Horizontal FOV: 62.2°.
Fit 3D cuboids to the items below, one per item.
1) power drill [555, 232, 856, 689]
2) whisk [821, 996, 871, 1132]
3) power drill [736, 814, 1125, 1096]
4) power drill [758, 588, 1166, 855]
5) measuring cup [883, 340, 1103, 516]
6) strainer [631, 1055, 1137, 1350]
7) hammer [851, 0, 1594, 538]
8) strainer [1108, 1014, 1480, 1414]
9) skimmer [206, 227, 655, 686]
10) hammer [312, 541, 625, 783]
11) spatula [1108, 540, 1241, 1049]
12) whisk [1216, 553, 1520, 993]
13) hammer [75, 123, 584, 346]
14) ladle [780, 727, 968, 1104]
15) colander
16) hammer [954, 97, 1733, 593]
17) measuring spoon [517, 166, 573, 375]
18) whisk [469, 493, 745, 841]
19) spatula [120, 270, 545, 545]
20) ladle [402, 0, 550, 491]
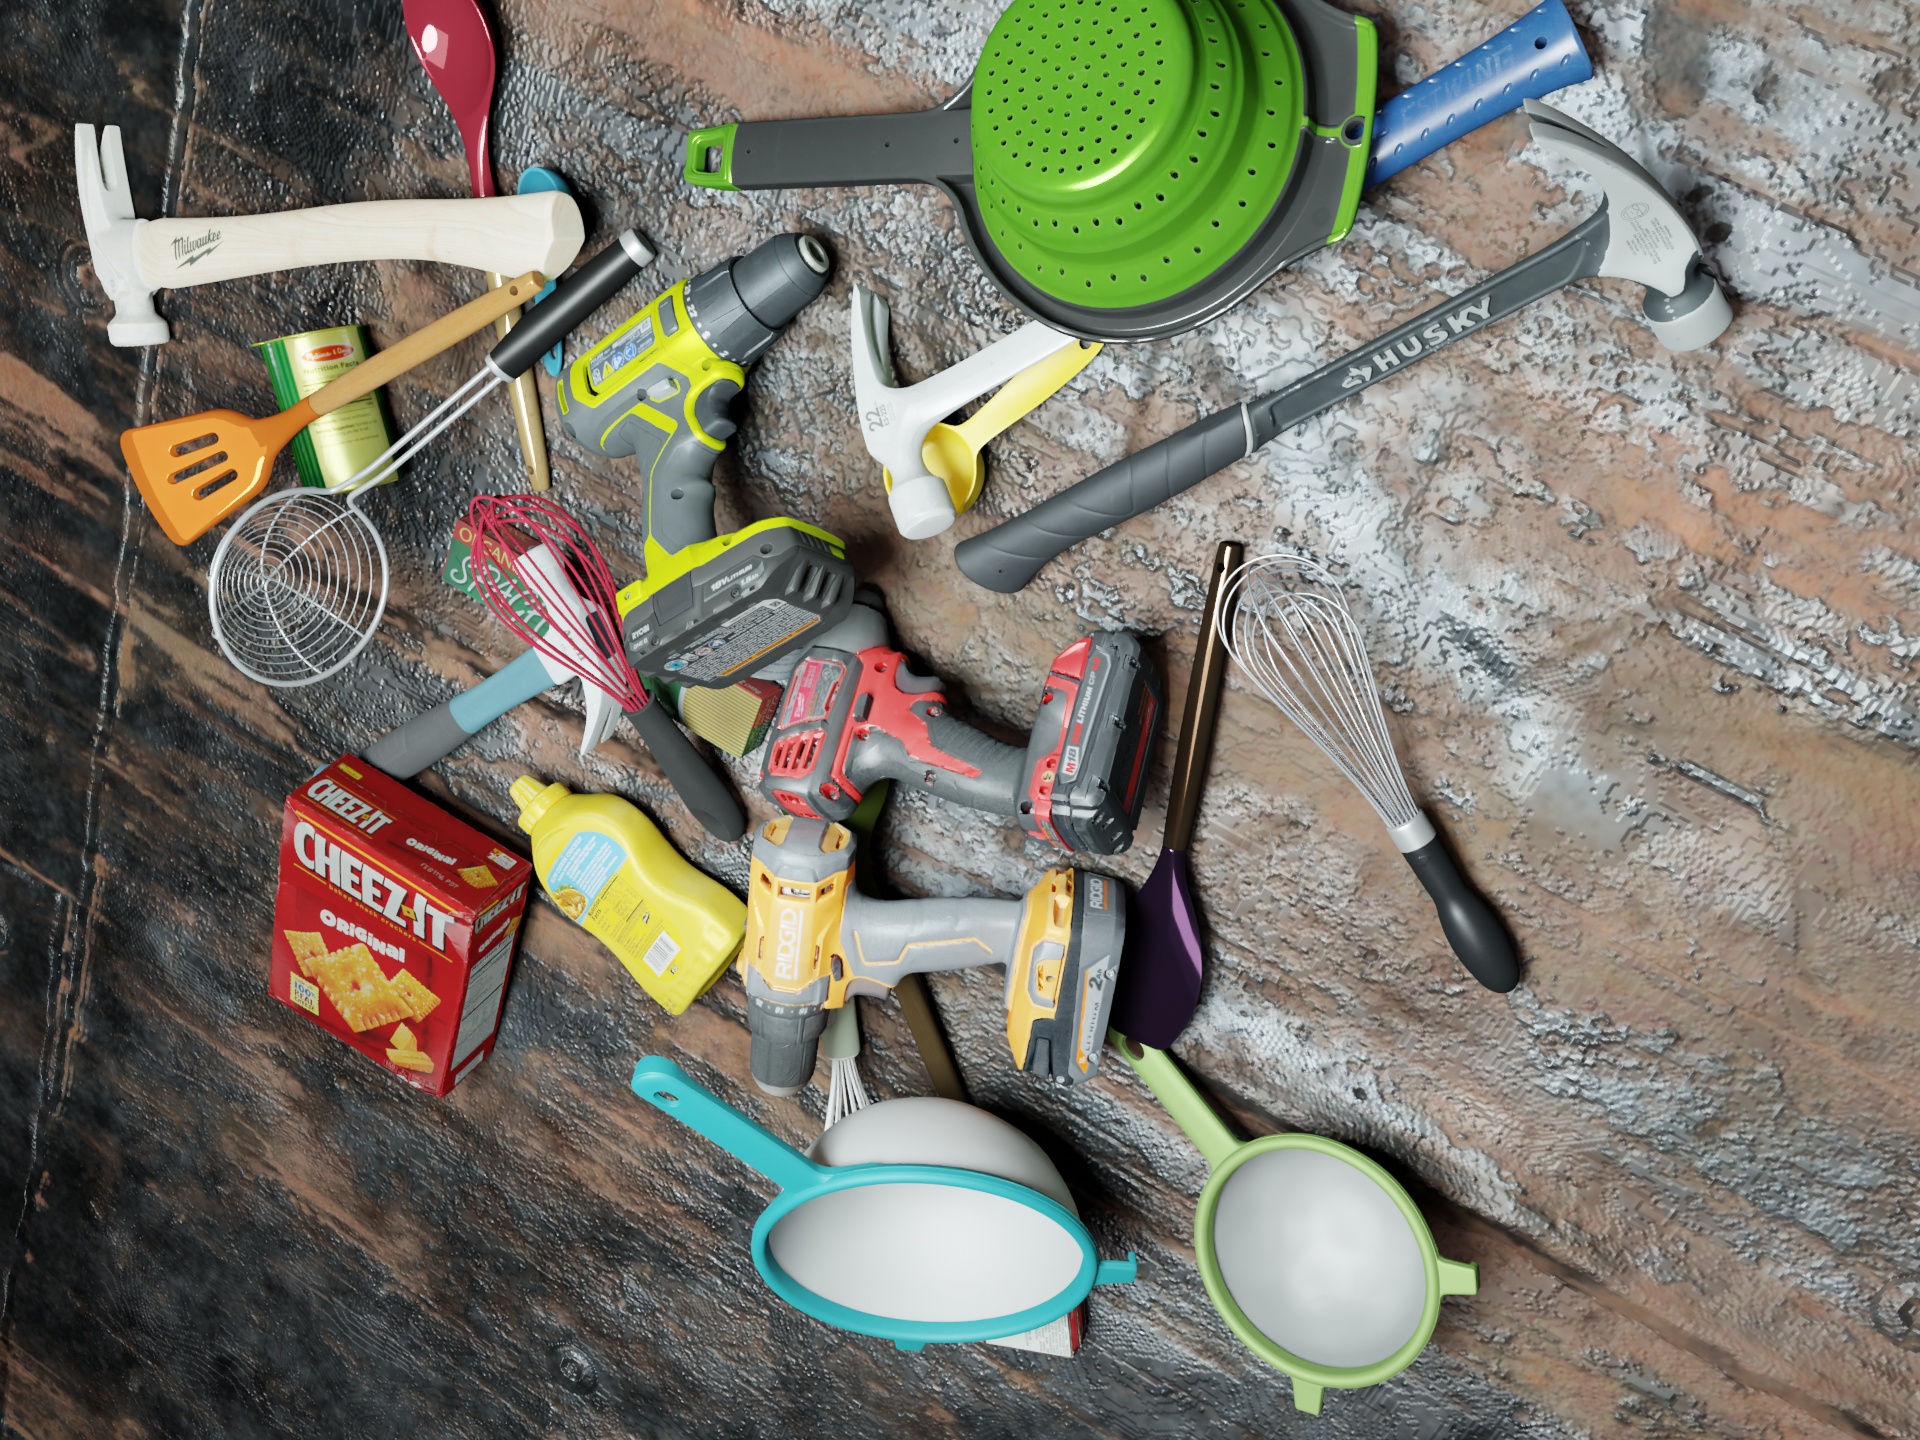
[{"bbox_3d":[-0.136,-0.152,0.905,0.190,0.080,0.229,-27,66,28],"label":"power drill"},{"bbox_3d":[-0.080,0.231,1.073,0.058,0.059,0.246,9,109,50],"label":"whisk"},{"bbox_3d":[-0.024,0.161,0.972,0.226,0.084,0.185,9,113,1],"label":"power drill"},{"bbox_3d":[-0.001,-0.003,0.918,0.220,0.078,0.143,7,68,23],"label":"power drill"},{"bbox_3d":[0.024,-0.172,0.905,0.156,0.029,0.062,-37,83,17],"label":"measuring cup"},{"bbox_3d":[-0.061,0.262,0.961,0.211,0.095,0.340,-30,124,28],"label":"strainer"},{"bbox_3d":[0.114,-0.244,0.816,0.405,0.035,0.144,-25,76,24],"label":"hammer"},{"bbox_3d":[0.189,0.276,0.972,0.256,0.069,0.151,49,119,21],"label":"strainer"},{"bbox_3d":[-0.319,-0.160,0.984,0.363,0.127,0.090,-36,61,14],"label":"skimmer"},{"bbox_3d":[-0.350,0.000,1.095,0.331,0.033,0.128,-25,100,35],"label":"hammer"},{"bbox_3d":[0.131,0.050,0.927,0.060,0.018,0.315,19,112,32],"label":"spatula"},{"bbox_3d":[0.229,0.034,0.869,0.070,0.070,0.284,-28,100,28],"label":"whisk"},{"bbox_3d":[-0.412,-0.317,1.012,0.411,0.038,0.146,5,108,26],"label":"hammer"},{"bbox_3d":[-0.040,0.147,1.035,0.078,0.062,0.320,-15,108,18],"label":"ladle"},{"bbox_3d":[0.001,-0.302,0.802,0.397,0.094,0.204,8,93,28],"label":"colander"},{"bbox_3d":[0.160,-0.160,0.814,0.409,0.036,0.149,-24,132,33],"label":"hammer"},{"bbox_3d":[-0.251,-0.278,0.988,0.042,0.021,0.128,25,126,32],"label":"measuring spoon"},{"bbox_3d":[-0.209,-0.025,0.979,0.073,0.073,0.295,-9,132,25],"label":"whisk"},{"bbox_3d":[-0.386,-0.203,0.981,0.322,0.041,0.081,-20,100,24],"label":"spatula"},{"bbox_3d":[-0.290,-0.298,0.989,0.069,0.031,0.315,7,113,35],"label":"ladle"}]
